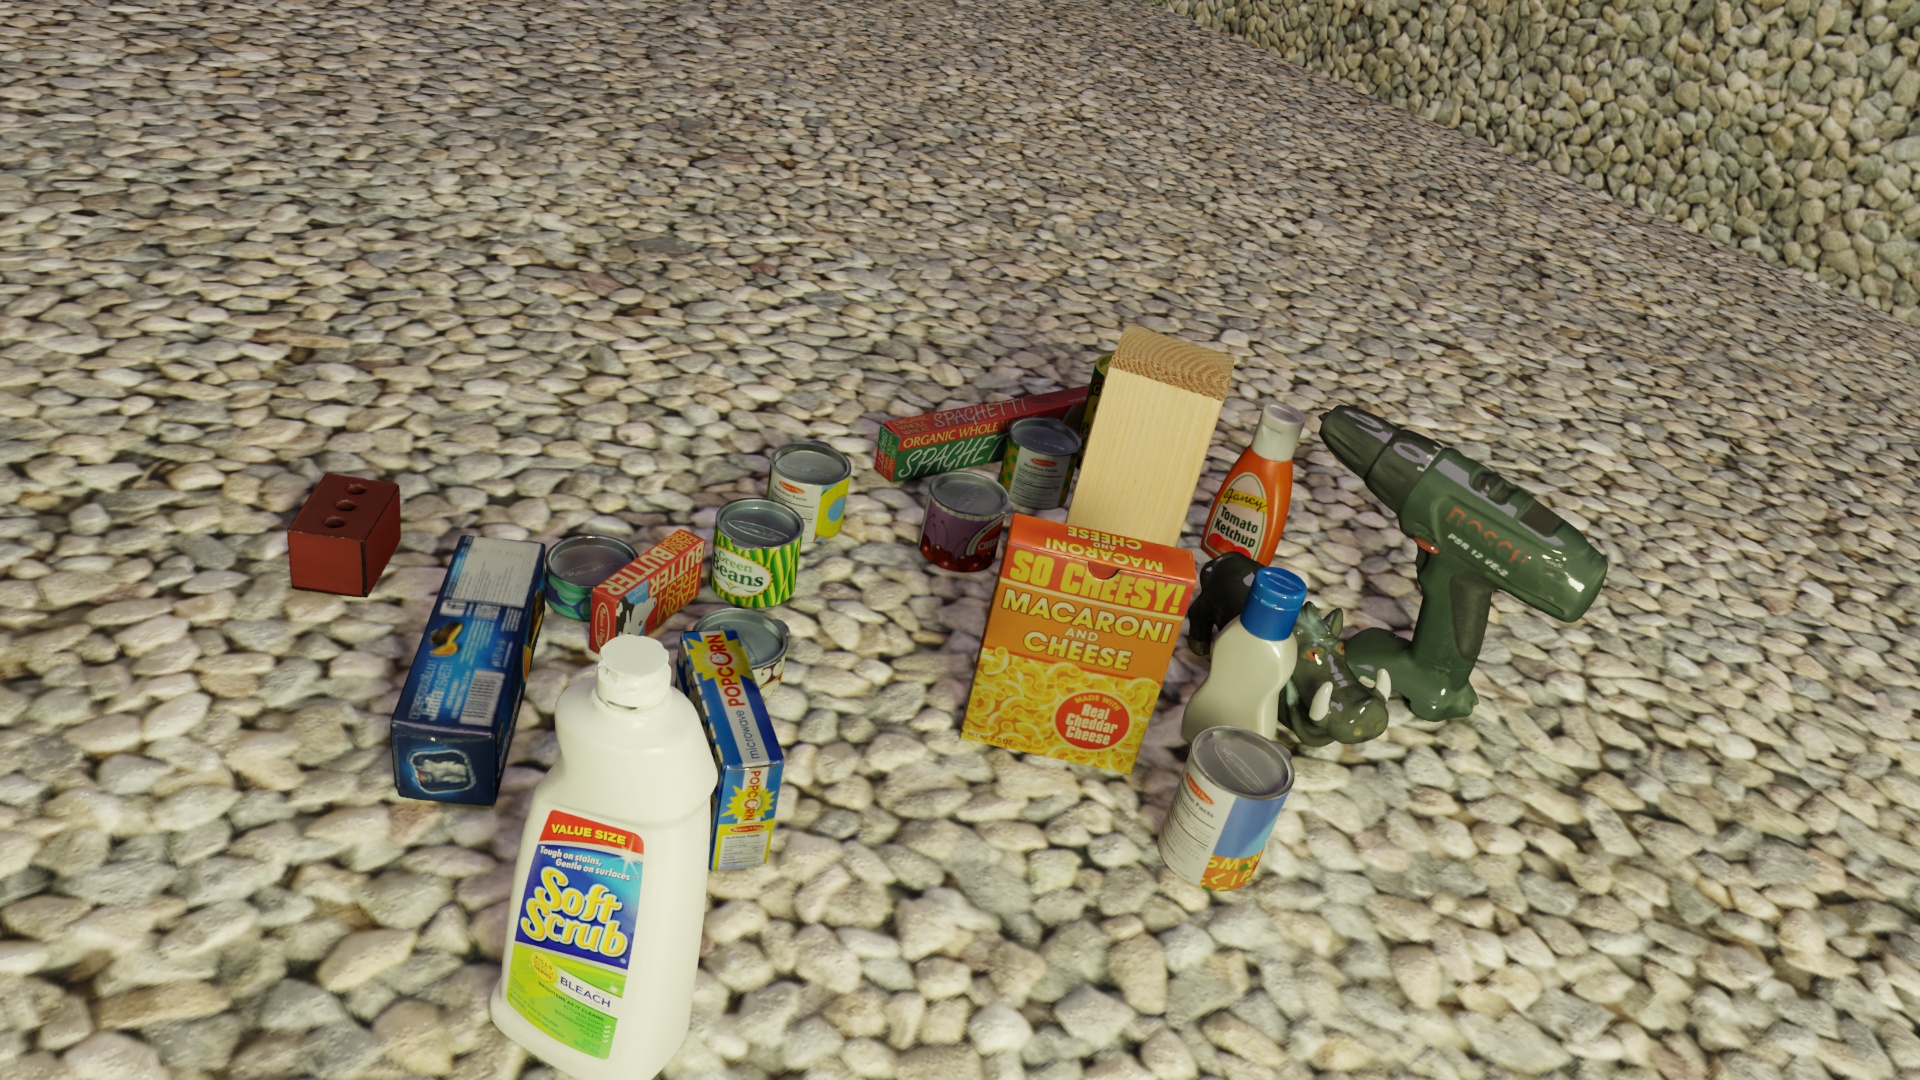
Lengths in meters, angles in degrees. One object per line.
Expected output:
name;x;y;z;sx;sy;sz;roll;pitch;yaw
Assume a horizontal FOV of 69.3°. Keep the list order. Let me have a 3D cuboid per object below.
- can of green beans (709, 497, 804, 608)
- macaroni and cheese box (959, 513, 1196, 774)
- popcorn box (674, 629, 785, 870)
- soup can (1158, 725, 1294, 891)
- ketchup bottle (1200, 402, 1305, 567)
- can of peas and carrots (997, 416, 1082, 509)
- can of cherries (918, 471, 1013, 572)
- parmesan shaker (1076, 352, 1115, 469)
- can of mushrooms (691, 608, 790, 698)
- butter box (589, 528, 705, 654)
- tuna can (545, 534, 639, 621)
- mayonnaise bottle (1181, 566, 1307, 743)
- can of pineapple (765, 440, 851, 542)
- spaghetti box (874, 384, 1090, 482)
can of green beans;-0.154;0.009;1.047;0.071;0.057;0.071;9;33;-6
macaroni and cheese box;0.076;0.072;0.928;0.124;0.165;0.040;12;32;-1
popcorn box;-0.145;0.125;0.847;0.038;0.084;0.127;-3;36;-23
soup can;0.170;0.171;0.886;0.071;0.083;0.072;9;33;-6
ketchup bottle;0.254;-0.045;1.185;0.065;0.148;0.044;31;37;27
can of peas and carrots;0.071;-0.071;1.244;0.071;0.058;0.071;9;33;-6
can of cherries;0.004;-0.014;1.136;0.071;0.058;0.072;9;33;-6
parmesan shaker;0.149;-0.113;1.295;0.071;0.102;0.072;9;33;-6
can of mushrooms;-0.152;0.079;0.963;0.071;0.033;0.071;9;33;-6
butter box;-0.222;0.037;0.986;0.024;0.052;0.104;23;34;16
tuna can;-0.265;0.028;1.003;0.071;0.032;0.071;9;33;-6
mayonnaise bottle;0.201;0.088;0.964;0.065;0.147;0.041;28;35;23
can of pineapple;-0.124;-0.040;1.133;0.071;0.057;0.071;9;33;-6
spaghetti box;0.032;-0.101;1.285;0.251;0.050;0.029;-14;41;-35
